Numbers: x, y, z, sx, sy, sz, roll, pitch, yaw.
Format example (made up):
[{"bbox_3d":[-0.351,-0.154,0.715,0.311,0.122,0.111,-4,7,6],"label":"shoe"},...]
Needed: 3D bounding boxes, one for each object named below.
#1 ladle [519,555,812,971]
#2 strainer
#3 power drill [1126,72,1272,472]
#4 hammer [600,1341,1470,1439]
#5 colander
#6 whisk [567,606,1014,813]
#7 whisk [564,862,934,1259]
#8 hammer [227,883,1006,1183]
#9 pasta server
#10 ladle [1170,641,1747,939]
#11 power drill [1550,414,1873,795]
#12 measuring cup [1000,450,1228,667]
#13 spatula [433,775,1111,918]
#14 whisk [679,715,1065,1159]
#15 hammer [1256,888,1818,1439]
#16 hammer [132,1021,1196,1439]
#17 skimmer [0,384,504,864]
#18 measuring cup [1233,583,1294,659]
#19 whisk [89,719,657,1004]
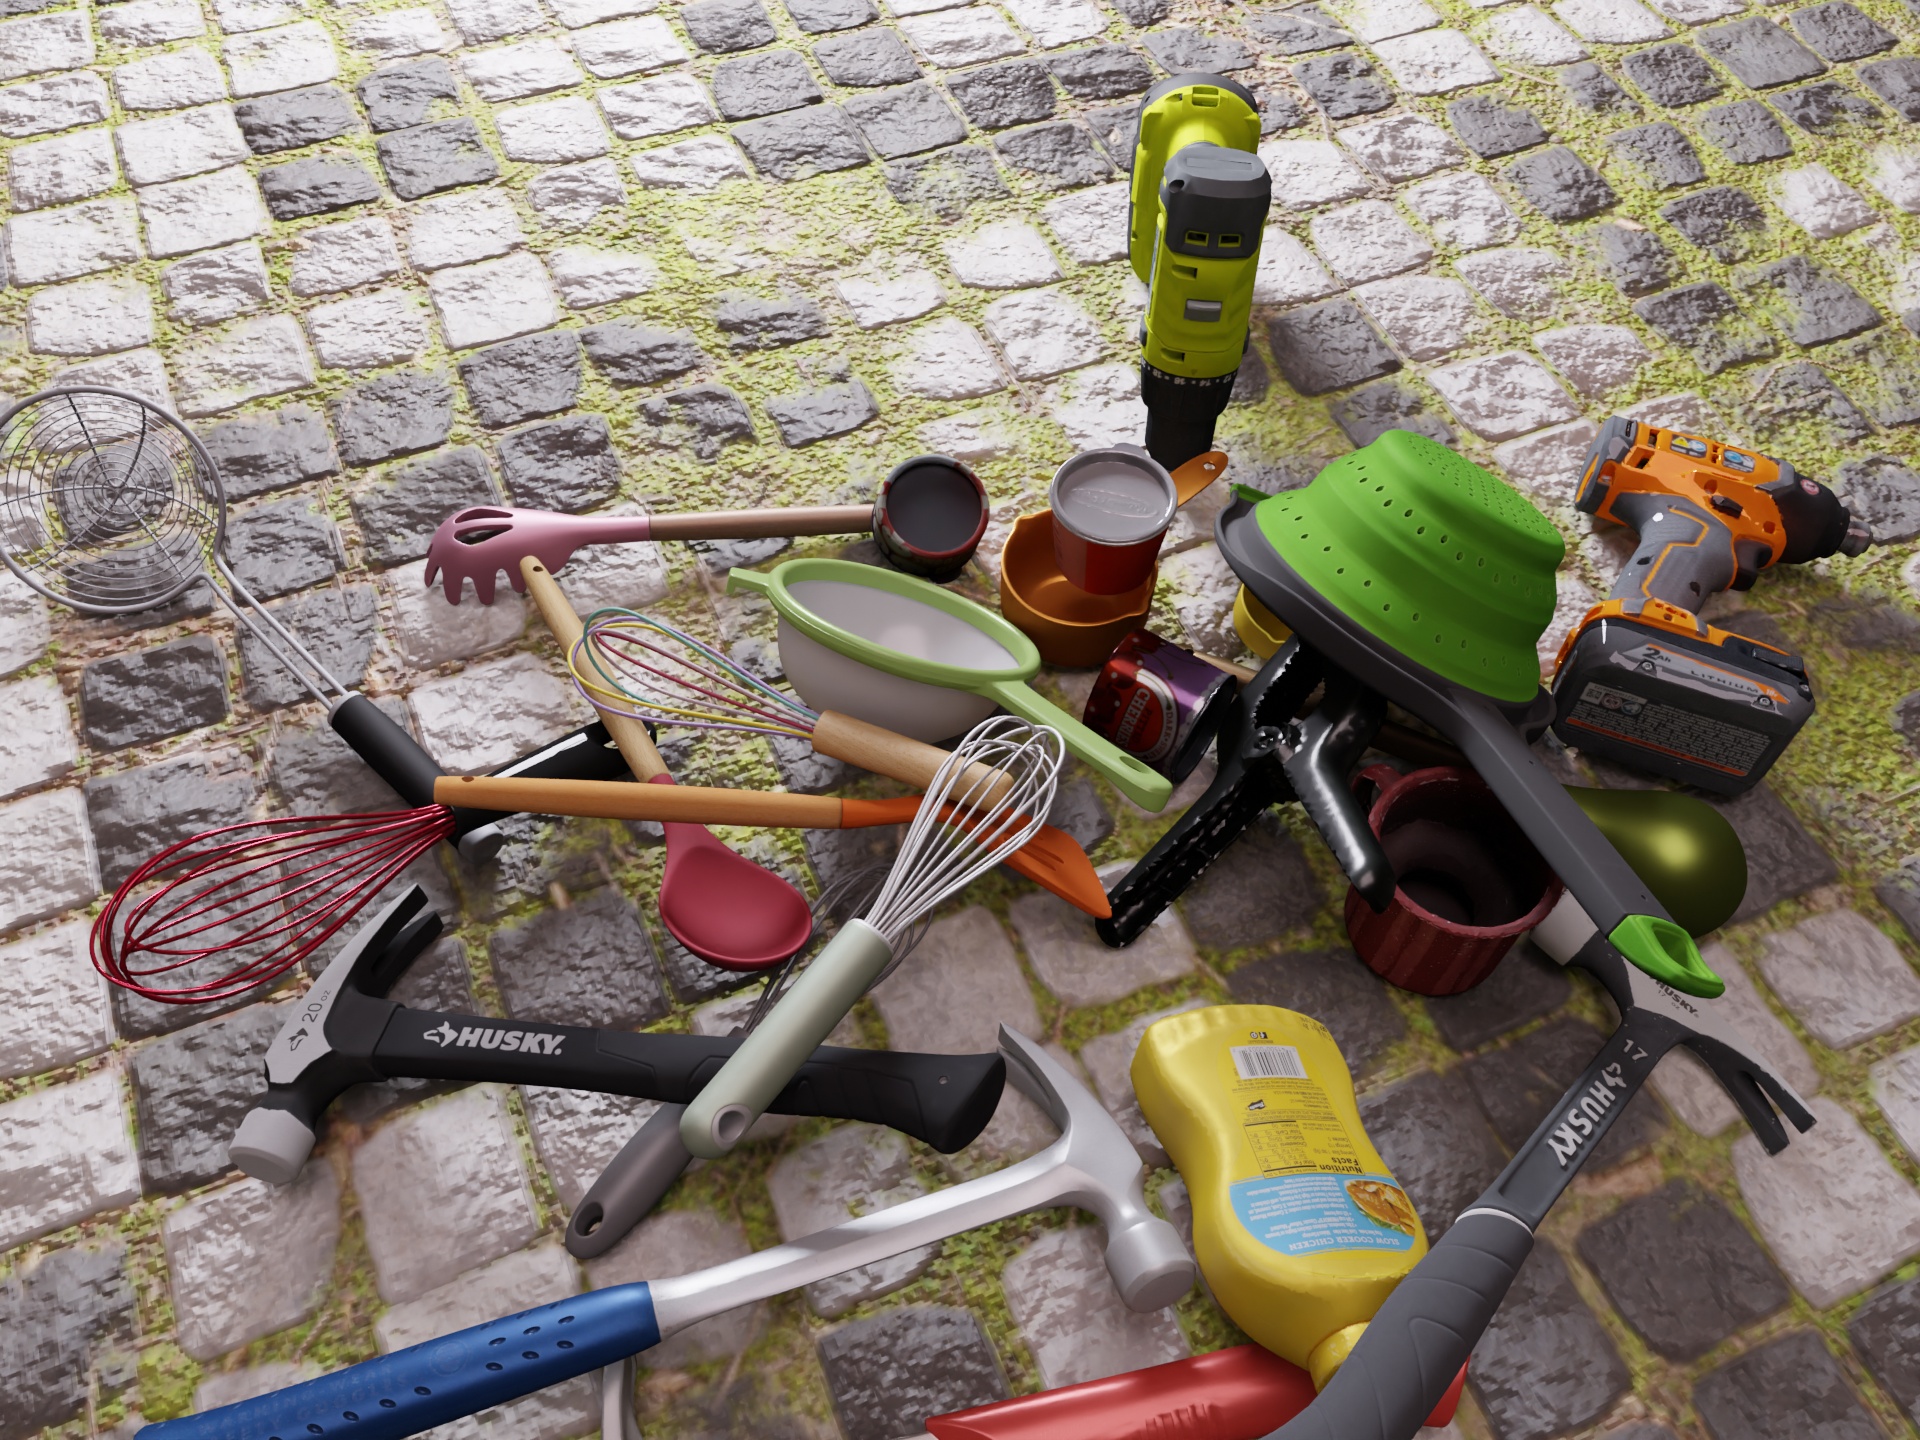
[{"bbox_3d":[-0.165,0.014,0.811,0.069,0.031,0.316,-11,48,-34],"label":"ladle"},{"bbox_3d":[-0.001,-0.003,0.816,0.257,0.069,0.151,35,24,33],"label":"strainer"},{"bbox_3d":[0.144,-0.283,0.988,0.080,0.190,0.229,5,41,2],"label":"power drill"},{"bbox_3d":[0.035,0.286,0.657,0.359,0.036,0.149,-10,56,-8],"label":"hammer"},{"bbox_3d":[0.261,-0.037,0.764,0.204,0.094,0.398,17,30,-28],"label":"colander"},{"bbox_3d":[-0.087,-0.006,0.787,0.245,0.051,0.047,19,19,15],"label":"whisk"},{"bbox_3d":[-0.096,0.154,0.744,0.055,0.055,0.239,33,65,20],"label":"whisk"},{"bbox_3d":[-0.145,0.147,0.705,0.335,0.035,0.146,2,46,14],"label":"hammer"},{"bbox_3d":[-0.155,-0.109,0.937,0.316,0.040,0.060,-4,55,-9],"label":"pasta server"},{"bbox_3d":[0.254,0.027,0.849,0.320,0.062,0.078,23,55,22],"label":"ladle"},{"bbox_3d":[0.424,-0.071,0.892,0.164,0.084,0.227,18,53,10],"label":"power drill"},{"bbox_3d":[0.095,-0.096,0.918,0.095,0.052,0.173,39,61,23],"label":"measuring cup"},{"bbox_3d":[-0.083,0.051,0.759,0.322,0.041,0.081,4,24,-13],"label":"spatula"},{"bbox_3d":[-0.034,0.088,0.684,0.059,0.057,0.246,9,50,50],"label":"whisk"},{"bbox_3d":[0.226,0.200,0.639,0.149,0.036,0.409,43,42,20],"label":"hammer"},{"bbox_3d":[-0.116,0.233,0.651,0.405,0.035,0.144,-13,42,-17],"label":"hammer"},{"bbox_3d":[-0.383,-0.045,0.846,0.363,0.090,0.127,39,96,20],"label":"skimmer"},{"bbox_3d":[0.227,-0.038,0.902,0.156,0.029,0.062,26,58,2],"label":"measuring cup"},{"bbox_3d":[-0.263,0.055,0.760,0.073,0.073,0.296,39,42,23],"label":"whisk"}]
